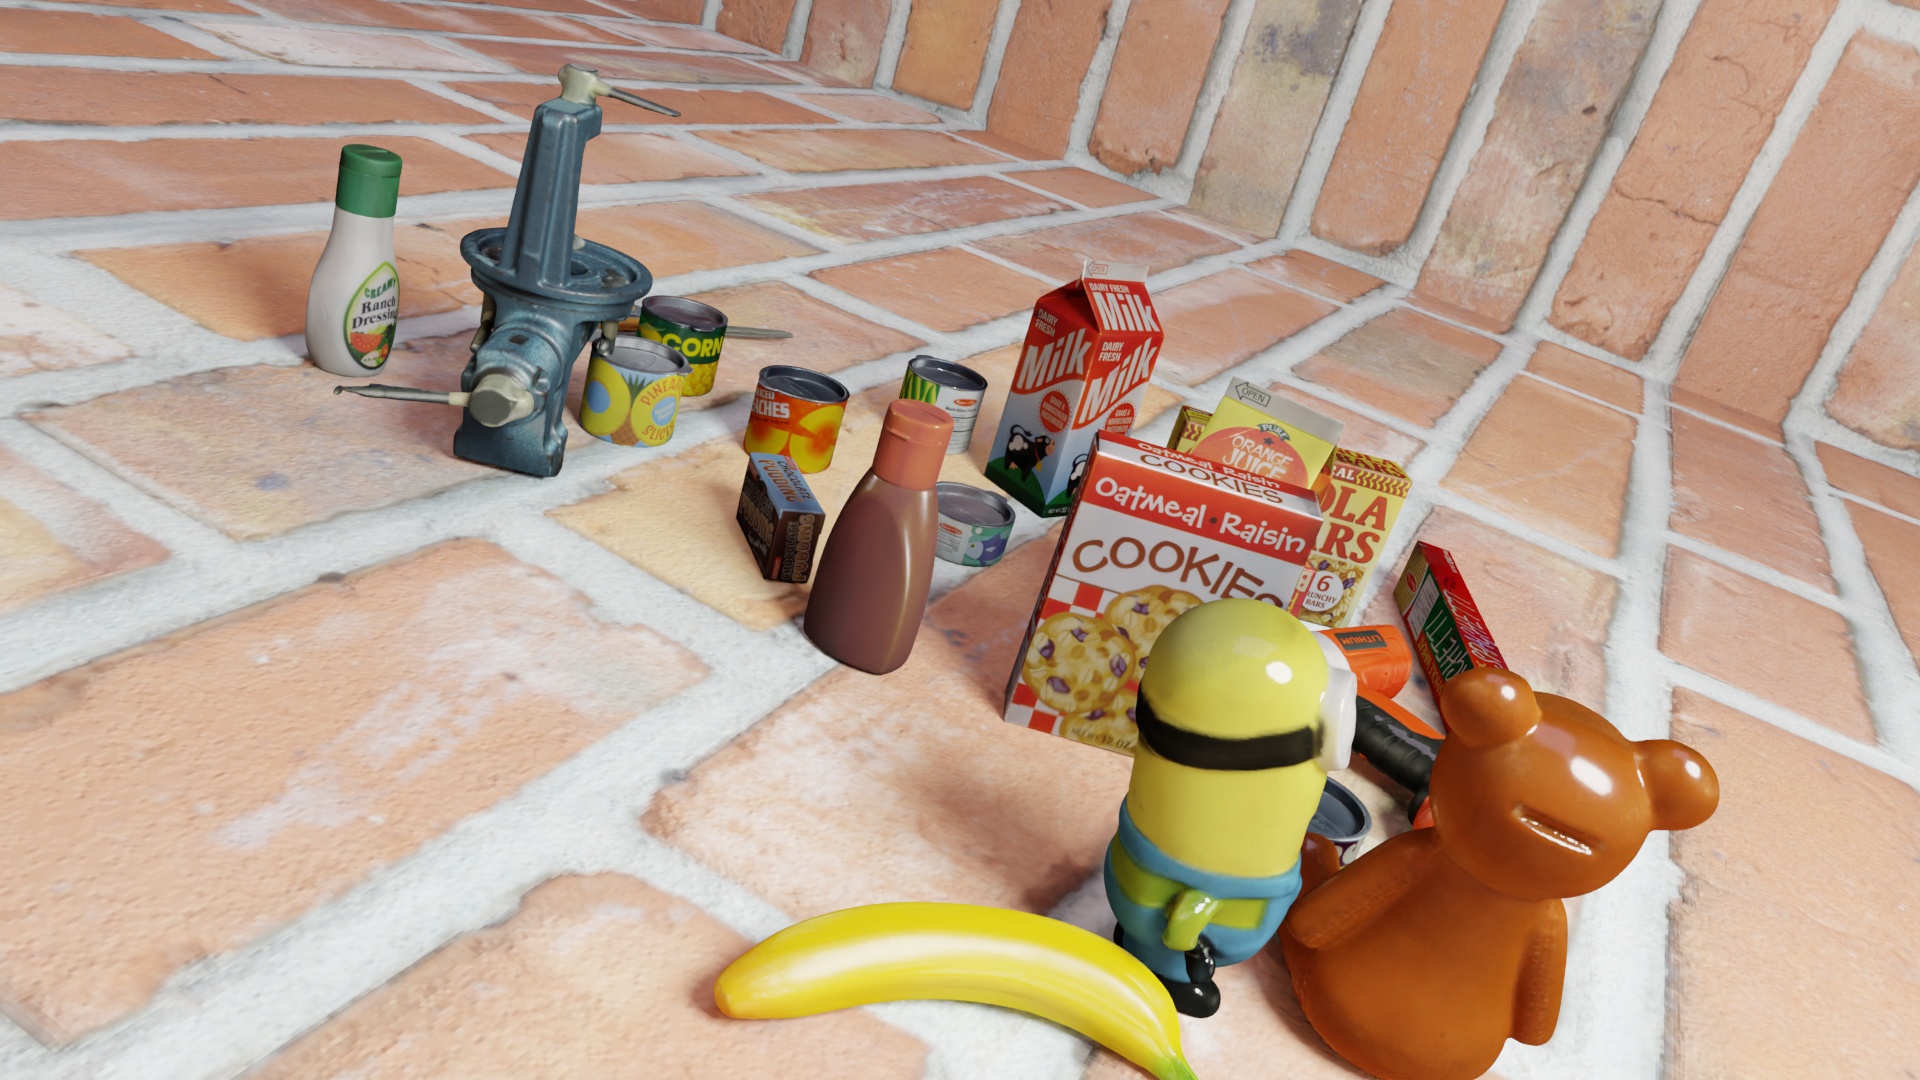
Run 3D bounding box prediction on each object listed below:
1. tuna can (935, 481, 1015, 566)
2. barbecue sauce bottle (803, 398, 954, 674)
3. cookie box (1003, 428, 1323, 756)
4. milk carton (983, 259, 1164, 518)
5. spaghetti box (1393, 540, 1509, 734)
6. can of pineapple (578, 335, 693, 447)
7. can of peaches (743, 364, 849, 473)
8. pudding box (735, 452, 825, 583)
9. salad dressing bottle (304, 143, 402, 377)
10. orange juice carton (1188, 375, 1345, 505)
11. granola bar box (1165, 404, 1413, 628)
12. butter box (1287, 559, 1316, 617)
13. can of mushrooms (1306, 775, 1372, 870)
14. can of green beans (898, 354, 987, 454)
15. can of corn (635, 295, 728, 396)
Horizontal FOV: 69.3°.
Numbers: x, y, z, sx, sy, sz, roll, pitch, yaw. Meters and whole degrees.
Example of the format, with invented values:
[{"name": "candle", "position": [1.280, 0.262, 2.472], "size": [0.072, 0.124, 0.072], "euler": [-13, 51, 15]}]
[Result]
[{"name": "tuna can", "position": [0.003, -0.012, 0.951], "size": [0.071, 0.032, 0.071], "euler": [14, 24, -6]}, {"name": "barbecue sauce bottle", "position": [-0.040, -0.003, 0.759], "size": [0.065, 0.147, 0.044], "euler": [27, 25, 21]}, {"name": "cookie box", "position": [0.106, 0.036, 0.750], "size": [0.123, 0.166, 0.040], "euler": [16, 23, -3]}, {"name": "milk carton", "position": [0.090, -0.118, 1.045], "size": [0.072, 0.189, 0.073], "euler": [-5, 32, -42]}, {"name": "spaghetti box", "position": [0.346, 0.072, 0.978], "size": [0.029, 0.050, 0.251], "euler": [17, 24, 0]}, {"name": "can of pineapple", "position": [-0.226, -0.103, 0.962], "size": [0.071, 0.057, 0.071], "euler": [15, 24, -6]}, {"name": "can of peaches", "position": [-0.121, -0.087, 0.999], "size": [0.071, 0.057, 0.071], "euler": [15, 24, -6]}, {"name": "pudding box", "position": [-0.112, -0.015, 0.859], "size": [0.030, 0.049, 0.084], "euler": [5, 26, -26]}, {"name": "salad dressing bottle", "position": [-0.394, -0.182, 0.911], "size": [0.044, 0.147, 0.064], "euler": [22, 24, 12]}, {"name": "orange juice carton", "position": [0.161, 0.003, 0.828], "size": [0.072, 0.191, 0.073], "euler": [26, 25, 19]}, {"name": "granola bar box", "position": [0.217, -0.015, 0.989], "size": [0.166, 0.123, 0.039], "euler": [15, 23, -6]}, {"name": "butter box", "position": [0.189, 0.028, 0.964], "size": [0.103, 0.053, 0.024], "euler": [12, 24, -12]}, {"name": "can of mushrooms", "position": [0.174, 0.147, 0.719], "size": [0.071, 0.033, 0.071], "euler": [14, 24, -6]}, {"name": "can of green beans", "position": [-0.017, -0.108, 1.114], "size": [0.071, 0.057, 0.071], "euler": [15, 24, -6]}, {"name": "can of corn", "position": [-0.216, -0.149, 1.067], "size": [0.071, 0.058, 0.071], "euler": [15, 24, -6]}]
